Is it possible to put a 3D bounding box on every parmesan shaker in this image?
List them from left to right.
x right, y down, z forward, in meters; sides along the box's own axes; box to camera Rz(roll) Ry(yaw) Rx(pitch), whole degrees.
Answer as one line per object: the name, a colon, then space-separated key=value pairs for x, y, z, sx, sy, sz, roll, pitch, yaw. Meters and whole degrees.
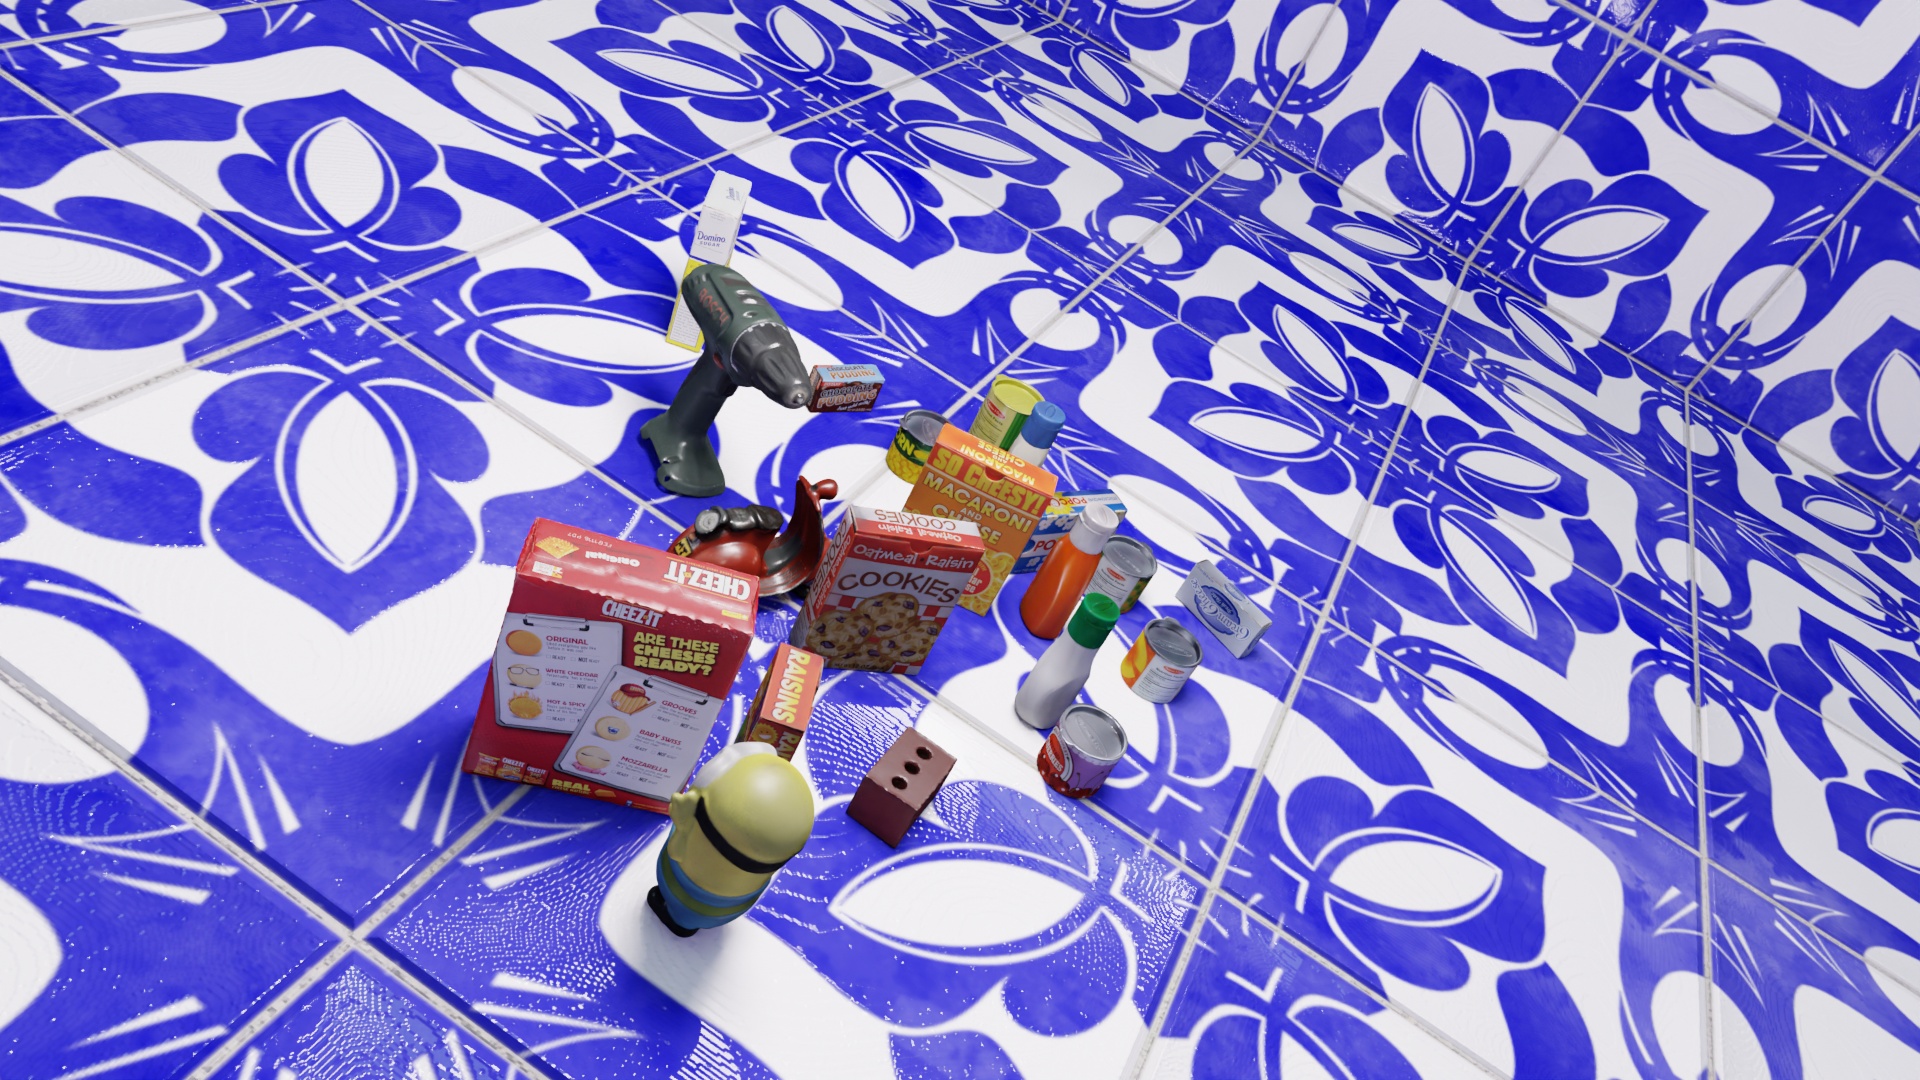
parmesan shaker: x=0.045 y=-0.126 z=1.571 sx=0.071 sy=0.102 sz=0.072 roll=18 pitch=37 yaw=-14

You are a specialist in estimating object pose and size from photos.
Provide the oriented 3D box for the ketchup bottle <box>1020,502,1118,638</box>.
ketchup bottle: x=0.108 y=0.028 z=1.385 sx=0.043 sy=0.148 sz=0.065 roll=13 pitch=38 yaw=-20

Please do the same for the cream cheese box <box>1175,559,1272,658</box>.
cream cheese box: x=0.288 y=0.075 z=1.524 sx=0.024 sy=0.053 sz=0.104 roll=-16 pitch=54 yaw=-44

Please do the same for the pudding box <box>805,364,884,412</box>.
pudding box: x=-0.132 y=-0.171 z=1.557 sx=0.084 sy=0.049 sz=0.030 roll=-5 pitch=47 yaw=-37

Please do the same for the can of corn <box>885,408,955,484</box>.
can of corn: x=-0.044 y=-0.102 z=1.522 sx=0.071 sy=0.058 sz=0.071 roll=18 pitch=37 yaw=-14

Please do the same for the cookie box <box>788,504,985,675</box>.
cookie box: x=-0.067 y=0.048 z=1.230 sx=0.123 sy=0.166 sz=0.040 roll=8 pitch=40 yaw=-26

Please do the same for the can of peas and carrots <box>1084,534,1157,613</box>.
can of peas and carrots: x=0.171 y=0.035 z=1.492 sx=0.071 sy=0.058 sz=0.071 roll=18 pitch=37 yaw=-14

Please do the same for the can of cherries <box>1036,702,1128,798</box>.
can of cherries: x=0.108 y=0.191 z=1.260 sx=0.071 sy=0.058 sz=0.072 roll=18 pitch=37 yaw=-14

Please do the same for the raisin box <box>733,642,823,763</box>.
raisin box: x=-0.149 y=0.153 z=1.085 sx=0.040 sy=0.122 sz=0.086 roll=21 pitch=36 yaw=-9

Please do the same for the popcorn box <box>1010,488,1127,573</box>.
popcorn box: x=0.108 y=-0.011 z=1.486 sx=0.127 sy=0.084 sz=0.038 roll=-5 pitch=47 yaw=-37

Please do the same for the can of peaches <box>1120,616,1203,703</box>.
can of peaches: x=0.204 y=0.121 z=1.409 sx=0.071 sy=0.057 sz=0.071 roll=18 pitch=37 yaw=-14

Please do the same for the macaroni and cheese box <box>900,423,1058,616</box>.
macaroni and cheese box: x=0.005 y=-0.017 z=1.357 sx=0.124 sy=0.165 sz=0.040 roll=25 pitch=36 yaw=-4

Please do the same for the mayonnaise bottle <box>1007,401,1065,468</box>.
mayonnaise bottle: x=0.066 y=-0.083 z=1.494 sx=0.041 sy=0.147 sz=0.065 roll=29 pitch=36 yaw=1

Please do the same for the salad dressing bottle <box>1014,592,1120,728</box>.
salad dressing bottle: x=0.099 y=0.111 z=1.278 sx=0.064 sy=0.146 sz=0.044 roll=-13 pitch=52 yaw=-43
